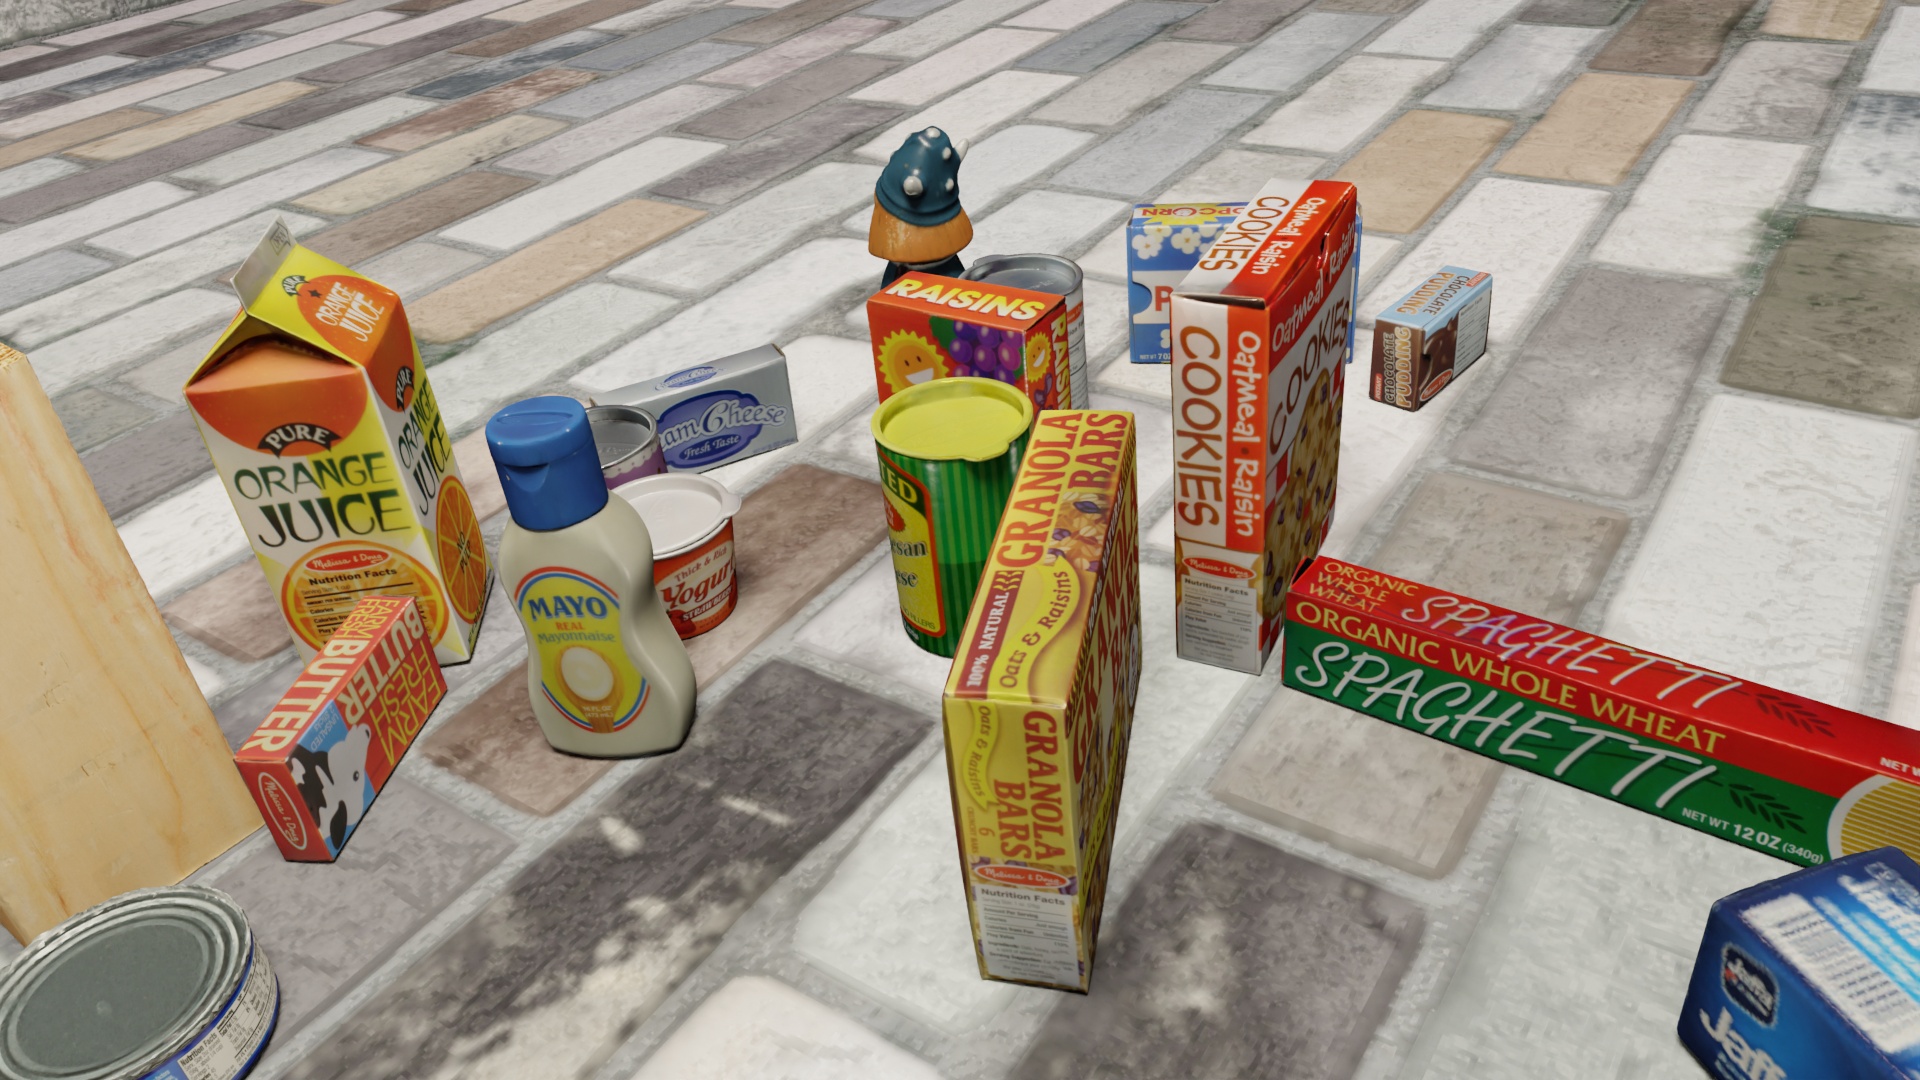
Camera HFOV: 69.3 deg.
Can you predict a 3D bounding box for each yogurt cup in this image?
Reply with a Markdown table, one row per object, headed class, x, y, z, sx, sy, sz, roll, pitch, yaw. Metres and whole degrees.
| class | x | y | z | sx | sy | sz | roll | pitch | yaw |
| --- | --- | --- | --- | --- | --- | --- | --- | --- | --- |
| yogurt cup | -0.133 | 0.009 | 0.630 | 0.072 | 0.053 | 0.073 | -4 | 34 | 3 |

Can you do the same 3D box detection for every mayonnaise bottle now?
| class | x | y | z | sx | sy | sz | roll | pitch | yaw |
| --- | --- | --- | --- | --- | --- | --- | --- | --- | --- |
| mayonnaise bottle | -0.146 | 0.017 | 0.535 | 0.065 | 0.147 | 0.041 | -1 | 34 | 8 |

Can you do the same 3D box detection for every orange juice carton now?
| class | x | y | z | sx | sy | sz | roll | pitch | yaw |
| --- | --- | --- | --- | --- | --- | --- | --- | --- | --- |
| orange juice carton | -0.267 | -0.037 | 0.597 | 0.073 | 0.191 | 0.072 | -8 | 34 | -3 |

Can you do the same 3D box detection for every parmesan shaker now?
| class | x | y | z | sx | sy | sz | roll | pitch | yaw |
| --- | --- | --- | --- | --- | --- | --- | --- | --- | --- |
| parmesan shaker | 0.002 | -0.007 | 0.588 | 0.071 | 0.102 | 0.072 | -4 | 34 | 3 |

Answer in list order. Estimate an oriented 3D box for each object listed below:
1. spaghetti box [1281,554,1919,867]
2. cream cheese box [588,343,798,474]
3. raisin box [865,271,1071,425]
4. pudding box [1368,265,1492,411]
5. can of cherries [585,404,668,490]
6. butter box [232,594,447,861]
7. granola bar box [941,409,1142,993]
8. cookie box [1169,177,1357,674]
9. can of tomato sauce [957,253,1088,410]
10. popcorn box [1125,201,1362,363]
| class | x | y | z | sx | sy | sz | roll | pitch | yaw |
| --- | --- | --- | --- | --- | --- | --- | --- | --- | --- |
| spaghetti box | 0.232 | 0.064 | 0.491 | 0.250 | 0.050 | 0.029 | 18 | 41 | 32 |
| cream cheese box | -0.140 | -0.065 | 0.741 | 0.104 | 0.053 | 0.024 | -20 | 36 | -19 |
| raisin box | 0.008 | -0.056 | 0.642 | 0.086 | 0.122 | 0.040 | 16 | 40 | 30 |
| pudding box | 0.254 | -0.110 | 0.748 | 0.030 | 0.049 | 0.084 | 23 | 43 | 36 |
| can of cherries | -0.177 | -0.025 | 0.684 | 0.071 | 0.058 | 0.072 | -4 | 34 | 3 |
| butter box | -0.244 | 0.072 | 0.555 | 0.024 | 0.052 | 0.104 | 0 | 34 | 9 |
| granola bar box | 0.034 | 0.048 | 0.481 | 0.039 | 0.123 | 0.166 | 2 | 35 | 13 |
| cookie box | 0.126 | -0.049 | 0.571 | 0.040 | 0.166 | 0.123 | 11 | 37 | 25 |
| can of tomato sauce | 0.033 | -0.103 | 0.744 | 0.071 | 0.082 | 0.071 | -4 | 34 | 3 |
| popcorn box | 0.159 | -0.145 | 0.784 | 0.127 | 0.084 | 0.038 | 1 | 34 | 11 |
